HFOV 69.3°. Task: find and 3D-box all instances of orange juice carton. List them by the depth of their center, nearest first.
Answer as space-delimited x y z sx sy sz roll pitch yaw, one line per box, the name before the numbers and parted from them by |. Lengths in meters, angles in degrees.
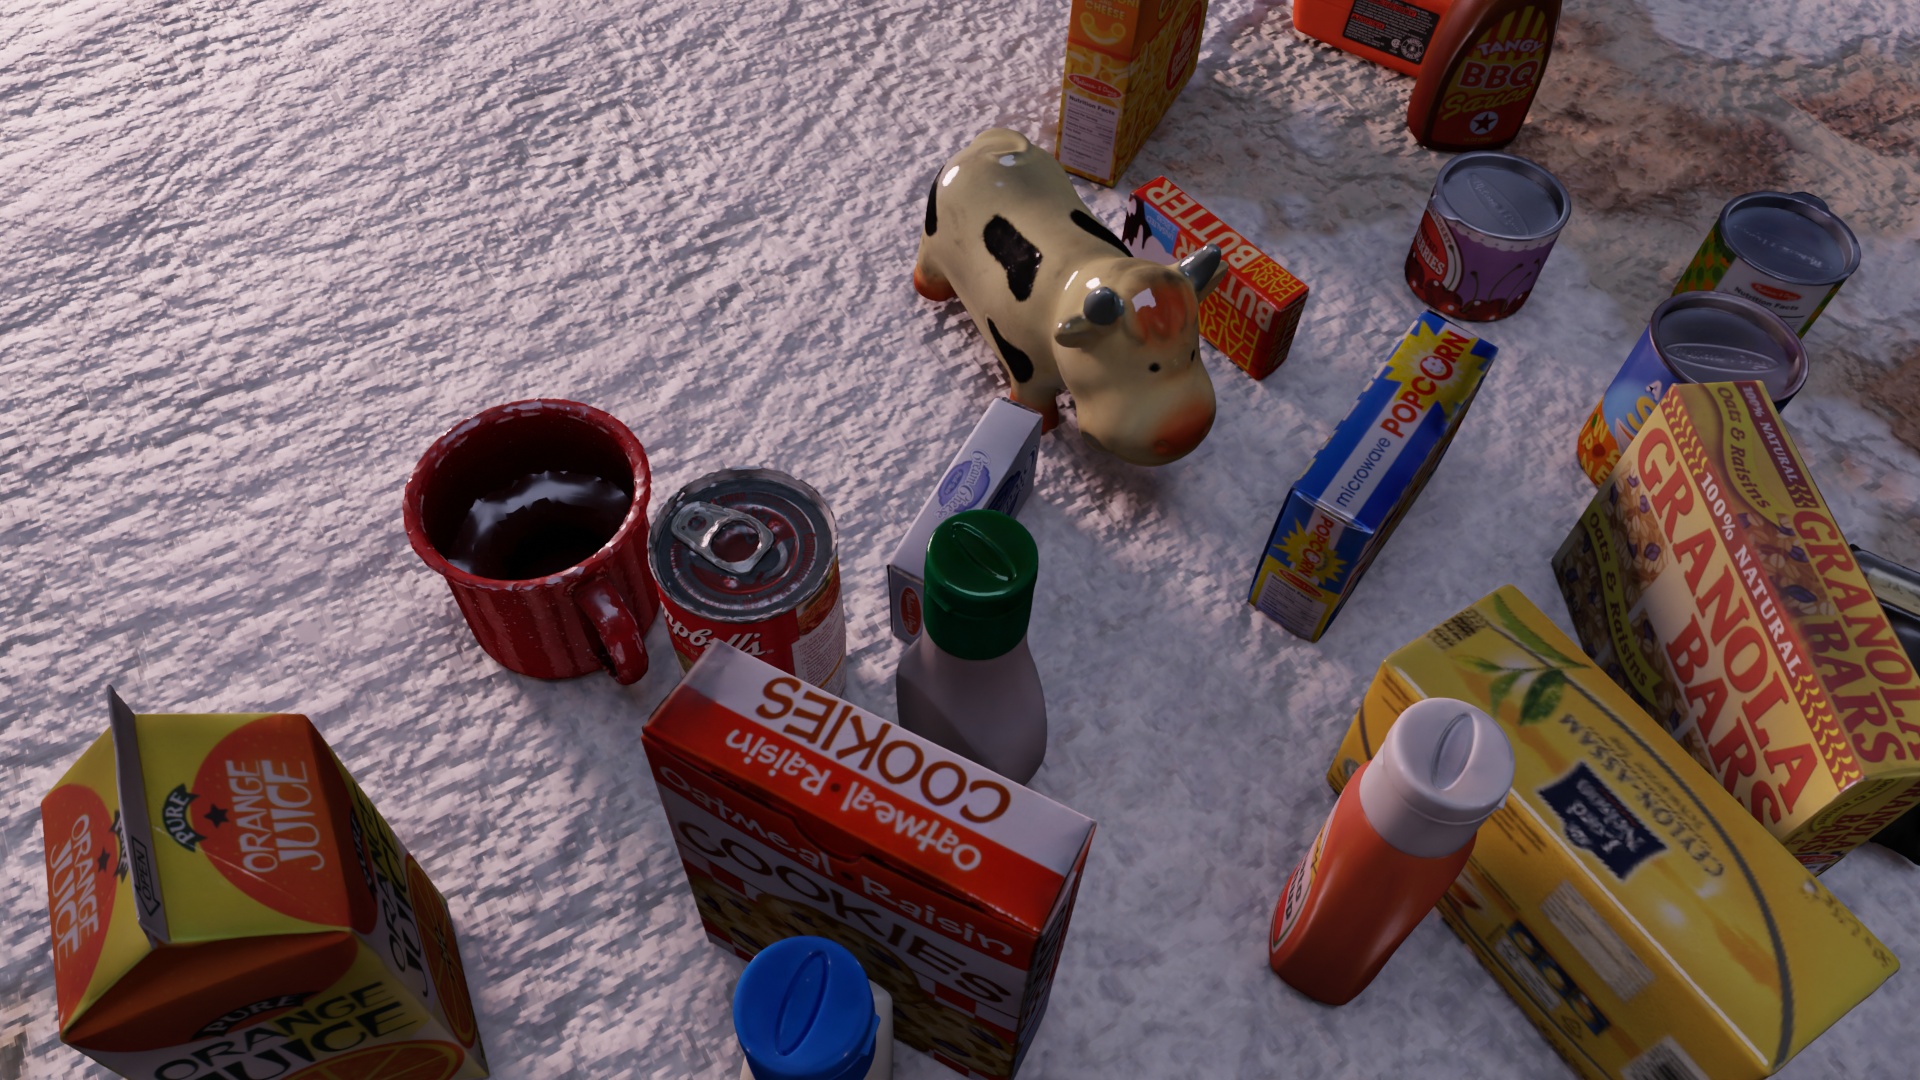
orange juice carton | -0.206 0.116 0.412 0.073 0.191 0.072 -19 58 -15

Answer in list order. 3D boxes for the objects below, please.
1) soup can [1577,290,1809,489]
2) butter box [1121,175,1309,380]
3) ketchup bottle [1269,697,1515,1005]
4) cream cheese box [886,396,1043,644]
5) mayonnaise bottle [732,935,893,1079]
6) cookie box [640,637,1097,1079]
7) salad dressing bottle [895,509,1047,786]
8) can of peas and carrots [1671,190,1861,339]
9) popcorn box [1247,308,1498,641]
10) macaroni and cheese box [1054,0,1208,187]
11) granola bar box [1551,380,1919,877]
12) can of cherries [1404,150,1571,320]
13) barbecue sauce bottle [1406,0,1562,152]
soup can | 0.327 -0.058 0.627 0.071 0.083 0.072 1 55 -2
butter box | 0.123 -0.130 0.688 0.024 0.052 0.104 -33 62 -23
ketchup bottle | 0.142 0.103 0.464 0.043 0.148 0.065 25 58 15
cream cheese box | 0.002 -0.007 0.595 0.024 0.053 0.104 23 57 13
mayonnaise bottle | -0.043 0.160 0.416 0.041 0.147 0.065 16 56 9
cookie box | -0.028 0.111 0.439 0.123 0.166 0.040 23 57 14
salad dressing bottle | 0.005 0.046 0.499 0.044 0.146 0.064 -35 63 -24
can of peas and carrots | 0.403 -0.133 0.699 0.071 0.058 0.071 1 55 -2
popcorn box | 0.176 -0.028 0.598 0.038 0.084 0.127 31 59 18
macaroni and cheese box | 0.099 -0.291 0.732 0.040 0.165 0.124 24 57 14
granola bar box | 0.292 0.041 0.530 0.039 0.123 0.166 -2 55 -4
can of cherries | 0.264 -0.155 0.708 0.071 0.058 0.072 1 55 -2
barbecue sauce bottle | 0.290 -0.279 0.743 0.065 0.147 0.044 -4 55 -5
